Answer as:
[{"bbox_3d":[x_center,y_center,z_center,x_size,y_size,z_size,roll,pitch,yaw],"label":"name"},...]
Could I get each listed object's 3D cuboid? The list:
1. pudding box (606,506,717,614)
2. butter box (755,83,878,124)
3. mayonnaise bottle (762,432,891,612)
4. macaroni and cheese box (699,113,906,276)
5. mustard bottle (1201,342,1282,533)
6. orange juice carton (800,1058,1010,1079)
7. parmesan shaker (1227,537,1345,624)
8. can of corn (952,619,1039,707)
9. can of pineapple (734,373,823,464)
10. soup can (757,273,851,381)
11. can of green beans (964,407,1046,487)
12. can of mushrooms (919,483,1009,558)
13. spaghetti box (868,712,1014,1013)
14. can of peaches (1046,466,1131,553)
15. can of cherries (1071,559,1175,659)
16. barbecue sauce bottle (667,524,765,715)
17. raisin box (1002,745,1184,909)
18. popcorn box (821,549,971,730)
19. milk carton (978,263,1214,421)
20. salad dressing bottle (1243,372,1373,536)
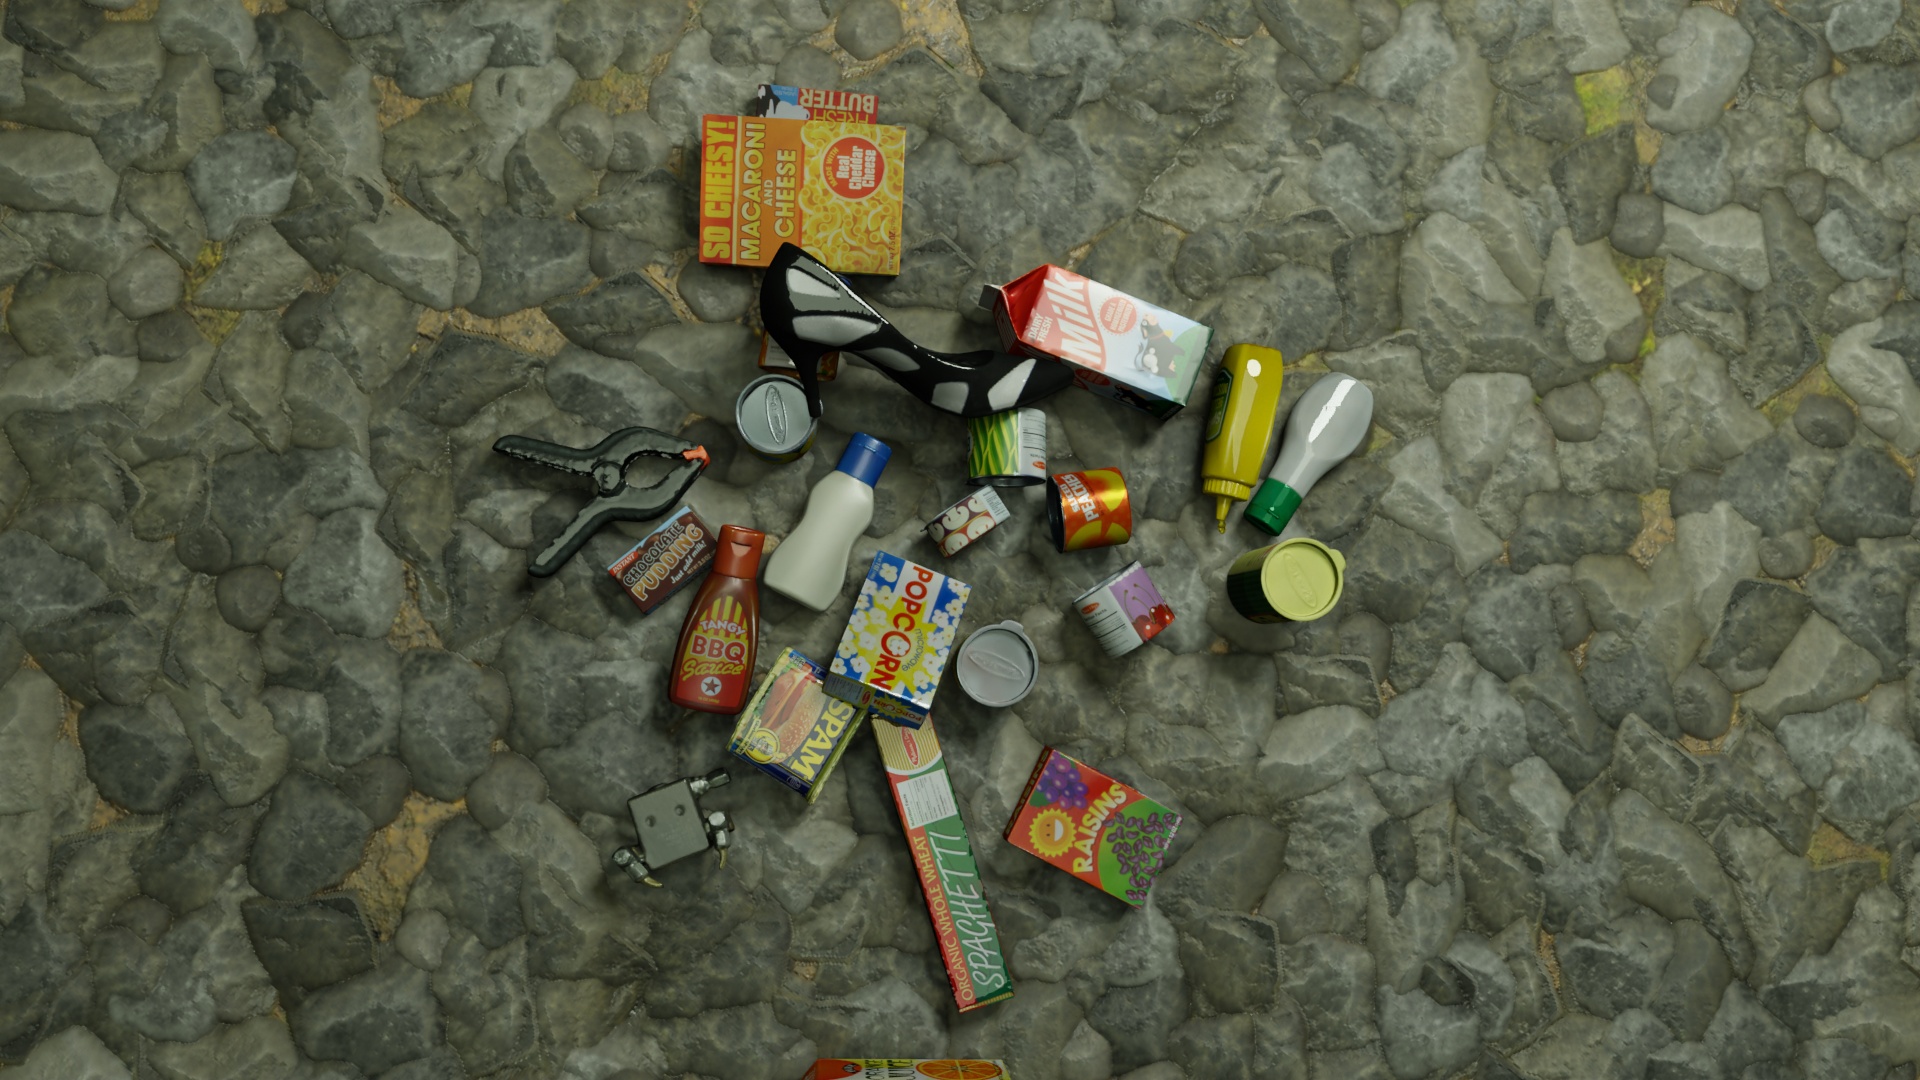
[{"bbox_3d":[-0.240,0.016,1.139,0.084,0.030,0.049,-39,88,-8],"label":"pudding box"},{"bbox_3d":[-0.124,-0.359,1.194,0.103,0.024,0.053,4,84,-4],"label":"butter box"},{"bbox_3d":[-0.105,-0.017,1.149,0.065,0.041,0.148,28,81,-5],"label":"mayonnaise bottle"},{"bbox_3d":[-0.132,-0.288,1.166,0.166,0.040,0.123,3,98,-4],"label":"macaroni and cheese box"},{"bbox_3d":[0.233,-0.085,1.175,0.049,0.065,0.160,12,87,-8],"label":"mustard bottle"},{"bbox_3d":[-0.059,0.449,1.084,0.193,0.071,0.073,2,83,-5],"label":"orange juice carton"},{"bbox_3d":[0.268,0.034,1.143,0.071,0.103,0.071,0,84,-4],"label":"parmesan shaker"},{"bbox_3d":[0.029,0.100,1.138,0.071,0.058,0.071,1,84,-5],"label":"can of corn"},{"bbox_3d":[-0.149,-0.099,1.145,0.071,0.058,0.071,1,84,-5],"label":"can of pineapple"},{"bbox_3d":[-0.129,-0.179,1.153,0.071,0.071,0.084,9,88,-4],"label":"soup can"},{"bbox_3d":[0.038,-0.077,1.155,0.071,0.071,0.058,0,83,-5],"label":"can of green beans"},{"bbox_3d":[0.004,-0.014,1.146,0.071,0.071,0.033,-34,89,-7],"label":"can of mushrooms"},{"bbox_3d":[-0.016,0.255,1.131,0.050,0.028,0.250,-17,85,-6],"label":"spaghetti box"},{"bbox_3d":[0.106,-0.027,1.153,0.058,0.071,0.071,-8,85,-7],"label":"can of peaches"},{"bbox_3d":[0.137,0.056,1.150,0.071,0.071,0.058,-34,88,-7],"label":"can of cherries"},{"bbox_3d":[-0.190,0.063,1.117,0.065,0.044,0.148,12,94,-12],"label":"barbecue sauce bottle"},{"bbox_3d":[0.108,0.234,1.140,0.123,0.040,0.086,28,83,-3],"label":"raisin box"},{"bbox_3d":[-0.050,0.078,1.117,0.085,0.038,0.127,22,53,-3],"label":"popcorn box"},{"bbox_3d":[0.106,-0.172,1.169,0.191,0.072,0.073,21,83,-2],"label":"milk carton"},{"bbox_3d":[0.296,-0.073,1.189,0.064,0.044,0.148,35,83,-2],"label":"salad dressing bottle"}]
